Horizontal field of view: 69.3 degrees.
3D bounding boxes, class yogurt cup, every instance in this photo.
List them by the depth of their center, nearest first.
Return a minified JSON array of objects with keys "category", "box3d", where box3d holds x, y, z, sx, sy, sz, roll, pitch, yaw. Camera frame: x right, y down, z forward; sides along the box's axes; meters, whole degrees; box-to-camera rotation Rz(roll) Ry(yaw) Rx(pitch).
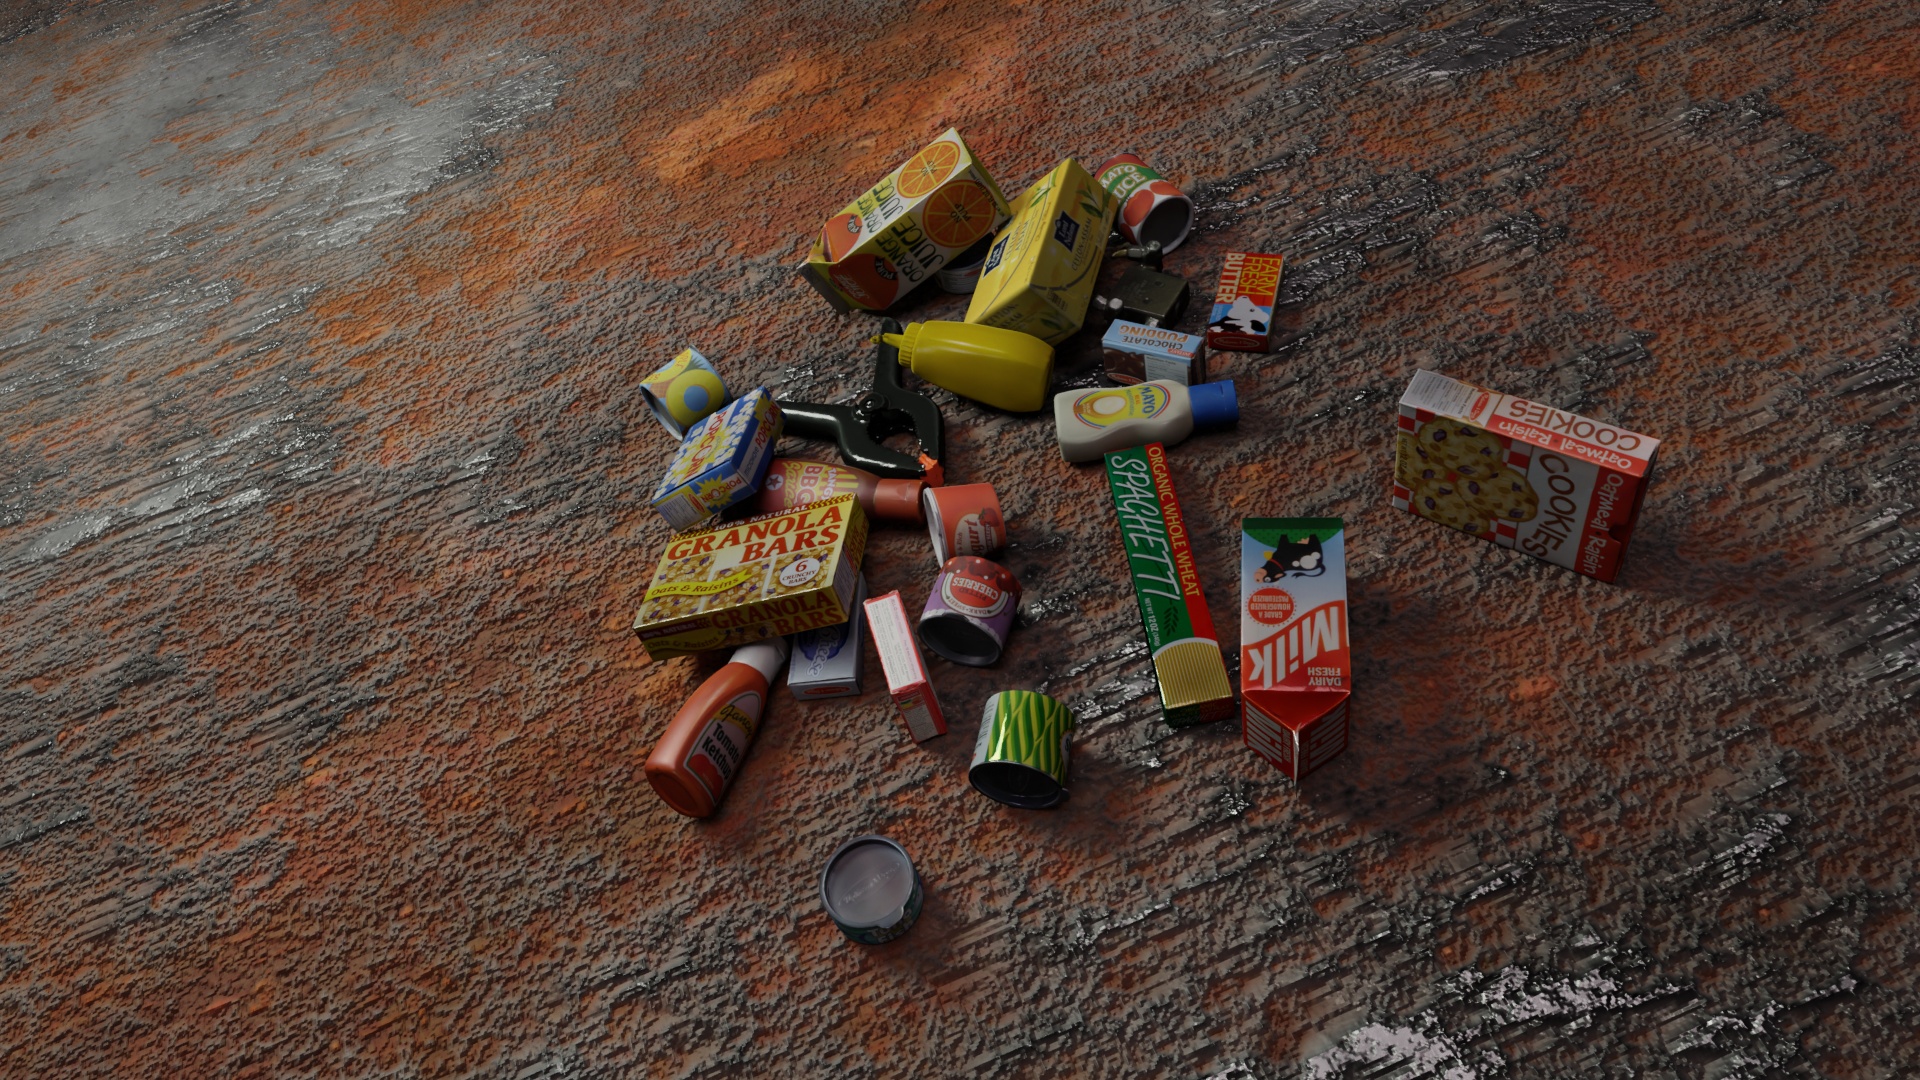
[{"category":"yogurt cup","box3d":[0.004,-0.014,1.101,0.054,0.072,0.073,-13,50,-7]}]

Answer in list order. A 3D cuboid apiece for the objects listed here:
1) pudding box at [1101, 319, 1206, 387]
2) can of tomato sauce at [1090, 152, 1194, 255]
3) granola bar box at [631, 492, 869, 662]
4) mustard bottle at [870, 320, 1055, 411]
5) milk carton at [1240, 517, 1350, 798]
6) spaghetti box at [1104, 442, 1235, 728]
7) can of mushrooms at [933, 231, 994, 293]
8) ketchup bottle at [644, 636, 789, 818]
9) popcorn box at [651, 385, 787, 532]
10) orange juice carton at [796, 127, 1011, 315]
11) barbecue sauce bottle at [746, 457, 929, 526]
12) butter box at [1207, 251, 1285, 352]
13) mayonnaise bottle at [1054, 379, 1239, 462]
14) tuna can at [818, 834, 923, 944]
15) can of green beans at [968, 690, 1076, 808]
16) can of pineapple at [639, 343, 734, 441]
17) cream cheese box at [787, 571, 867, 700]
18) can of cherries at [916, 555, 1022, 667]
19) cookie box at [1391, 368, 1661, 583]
[{"category":"pudding box","box3d":[0.164,-0.154,1.181,0.084,0.049,0.030,16,56,24]},{"category":"can of tomato sauce","box3d":[0.166,-0.313,1.293,0.071,0.071,0.083,-31,52,-11]},{"category":"granola bar box","box3d":[-0.160,0.028,1.090,0.165,0.039,0.125,-12,34,14]},{"category":"mustard bottle","box3d":[0.000,-0.158,1.197,0.160,0.065,0.049,16,42,8]},{"category":"milk carton","box3d":[0.232,0.078,0.965,0.073,0.072,0.191,-1,53,13]},{"category":"spaghetti box","box3d":[0.155,0.026,1.054,0.050,0.028,0.251,-11,51,4]},{"category":"can of mushrooms","box3d":[0.004,-0.269,1.322,0.071,0.033,0.071,-7,51,9]},{"category":"ketchup bottle","box3d":[-0.176,0.130,1.034,0.043,0.064,0.149,-1,42,30]},{"category":"popcorn box","box3d":[-0.201,-0.069,1.169,0.085,0.038,0.127,-26,28,23]},{"category":"orange juice carton","box3d":[-0.056,-0.285,1.285,0.192,0.071,0.073,-34,43,12]},{"category":"barbecue sauce bottle","box3d":[-0.100,-0.035,1.154,0.148,0.043,0.065,3,59,16]},{"category":"butter box","box3d":[0.252,-0.210,1.220,0.053,0.024,0.104,7,55,18]},{"category":"mayonnaise bottle","box3d":[0.153,-0.104,1.149,0.148,0.041,0.065,-9,49,8]},{"category":"tuna can","box3d":[-0.058,0.237,0.935,0.071,0.032,0.071,-7,51,9]},{"category":"can of green beans","box3d":[0.044,0.145,0.963,0.071,0.071,0.058,4,53,17]},{"category":"can of pineapple","box3d":[-0.248,-0.133,1.251,0.058,0.070,0.071,-39,54,-17]},{"category":"cream cheese box","box3d":[-0.102,0.073,1.082,0.053,0.024,0.104,-6,51,9]},{"category":"can of cherries","box3d":[0.008,0.052,1.042,0.071,0.071,0.059,9,55,20]},{"category":"cookie box","box3d":[0.396,-0.045,0.990,0.167,0.122,0.040,23,62,28]}]
